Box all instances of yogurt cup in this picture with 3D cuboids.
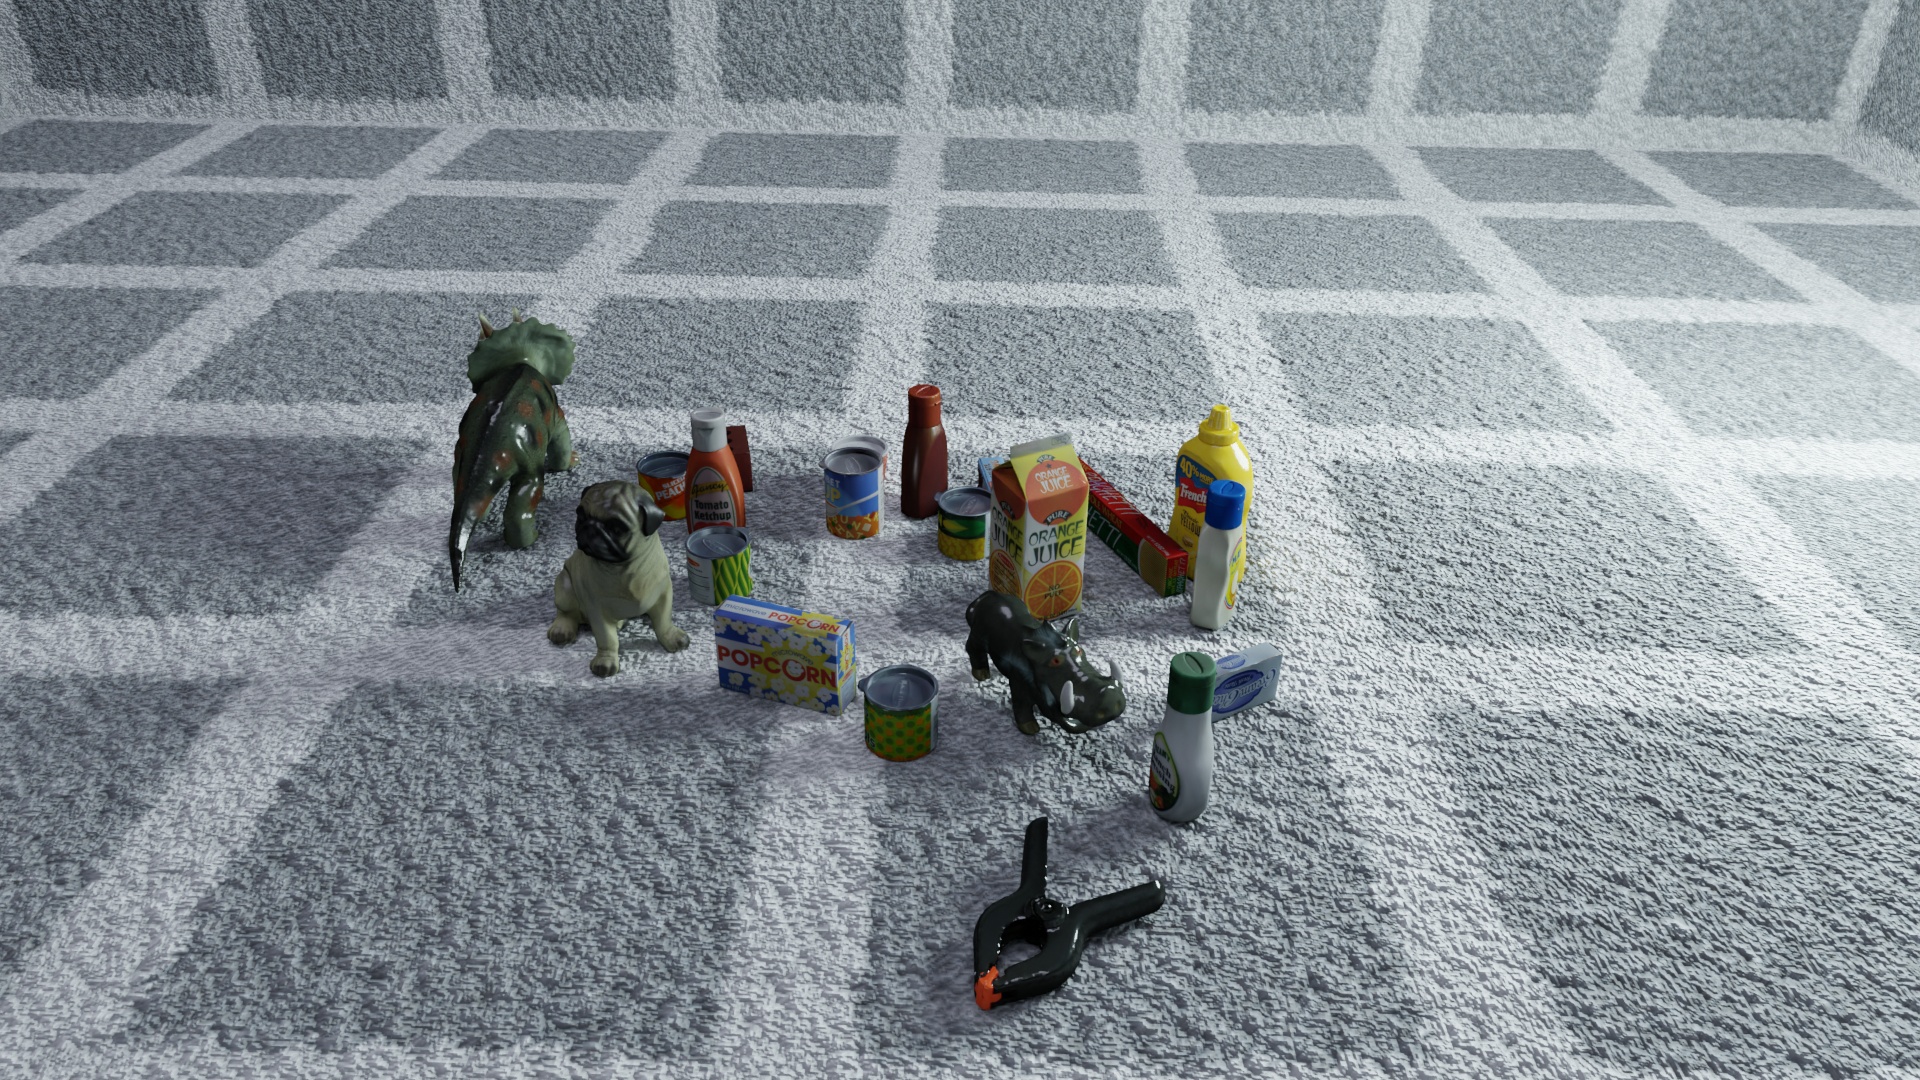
[{"bbox_3d":[-0.117,-0.086,1.625,0.072,0.053,0.073,1,30,0],"label":"yogurt cup"}]

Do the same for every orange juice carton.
[{"bbox_3d":[0.076,-0.016,1.376,0.072,0.191,0.073,-14,33,-24],"label":"orange juice carton"}]

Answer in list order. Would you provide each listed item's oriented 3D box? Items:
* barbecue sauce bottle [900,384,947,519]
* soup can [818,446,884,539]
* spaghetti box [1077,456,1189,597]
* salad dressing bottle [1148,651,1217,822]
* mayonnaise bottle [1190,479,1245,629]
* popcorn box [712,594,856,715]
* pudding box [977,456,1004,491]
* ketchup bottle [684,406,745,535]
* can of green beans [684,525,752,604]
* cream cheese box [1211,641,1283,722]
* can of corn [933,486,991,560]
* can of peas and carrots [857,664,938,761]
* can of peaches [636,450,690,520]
[{"bbox_3d":[-0.040,-0.101,1.560,0.044,0.147,0.065,18,35,27],"label":"barbecue sauce bottle"},{"bbox_3d":[-0.121,-0.052,1.539,0.071,0.083,0.072,1,30,0],"label":"soup can"},{"bbox_3d":[0.171,-0.021,1.527,0.029,0.050,0.251,-12,33,-22],"label":"spaghetti box"},{"bbox_3d":[0.182,0.159,1.127,0.044,0.146,0.064,-8,31,-15],"label":"salad dressing bottle"},{"bbox_3d":[0.257,0.013,1.377,0.041,0.147,0.065,15,33,22],"label":"mayonnaise bottle"},{"bbox_3d":[-0.161,0.104,1.271,0.127,0.084,0.038,11,32,17],"label":"popcorn box"},{"bbox_3d":[0.040,-0.056,1.582,0.030,0.049,0.084,-4,31,-8],"label":"pudding box"},{"bbox_3d":[-0.268,-0.071,1.503,0.065,0.148,0.044,1,30,0],"label":"ketchup bottle"},{"bbox_3d":[-0.248,0.025,1.428,0.071,0.057,0.071,1,30,0],"label":"can of green beans"},{"bbox_3d":[0.245,0.132,1.266,0.104,0.053,0.024,-16,34,-27],"label":"cream cheese box"},{"bbox_3d":[0.005,-0.019,1.511,0.071,0.058,0.071,1,30,0],"label":"can of corn"},{"bbox_3d":[-0.055,0.151,1.220,0.071,0.058,0.071,1,30,0],"label":"can of peas and carrots"},{"bbox_3d":[-0.330,-0.061,1.573,0.071,0.057,0.071,1,30,0],"label":"can of peaches"}]
